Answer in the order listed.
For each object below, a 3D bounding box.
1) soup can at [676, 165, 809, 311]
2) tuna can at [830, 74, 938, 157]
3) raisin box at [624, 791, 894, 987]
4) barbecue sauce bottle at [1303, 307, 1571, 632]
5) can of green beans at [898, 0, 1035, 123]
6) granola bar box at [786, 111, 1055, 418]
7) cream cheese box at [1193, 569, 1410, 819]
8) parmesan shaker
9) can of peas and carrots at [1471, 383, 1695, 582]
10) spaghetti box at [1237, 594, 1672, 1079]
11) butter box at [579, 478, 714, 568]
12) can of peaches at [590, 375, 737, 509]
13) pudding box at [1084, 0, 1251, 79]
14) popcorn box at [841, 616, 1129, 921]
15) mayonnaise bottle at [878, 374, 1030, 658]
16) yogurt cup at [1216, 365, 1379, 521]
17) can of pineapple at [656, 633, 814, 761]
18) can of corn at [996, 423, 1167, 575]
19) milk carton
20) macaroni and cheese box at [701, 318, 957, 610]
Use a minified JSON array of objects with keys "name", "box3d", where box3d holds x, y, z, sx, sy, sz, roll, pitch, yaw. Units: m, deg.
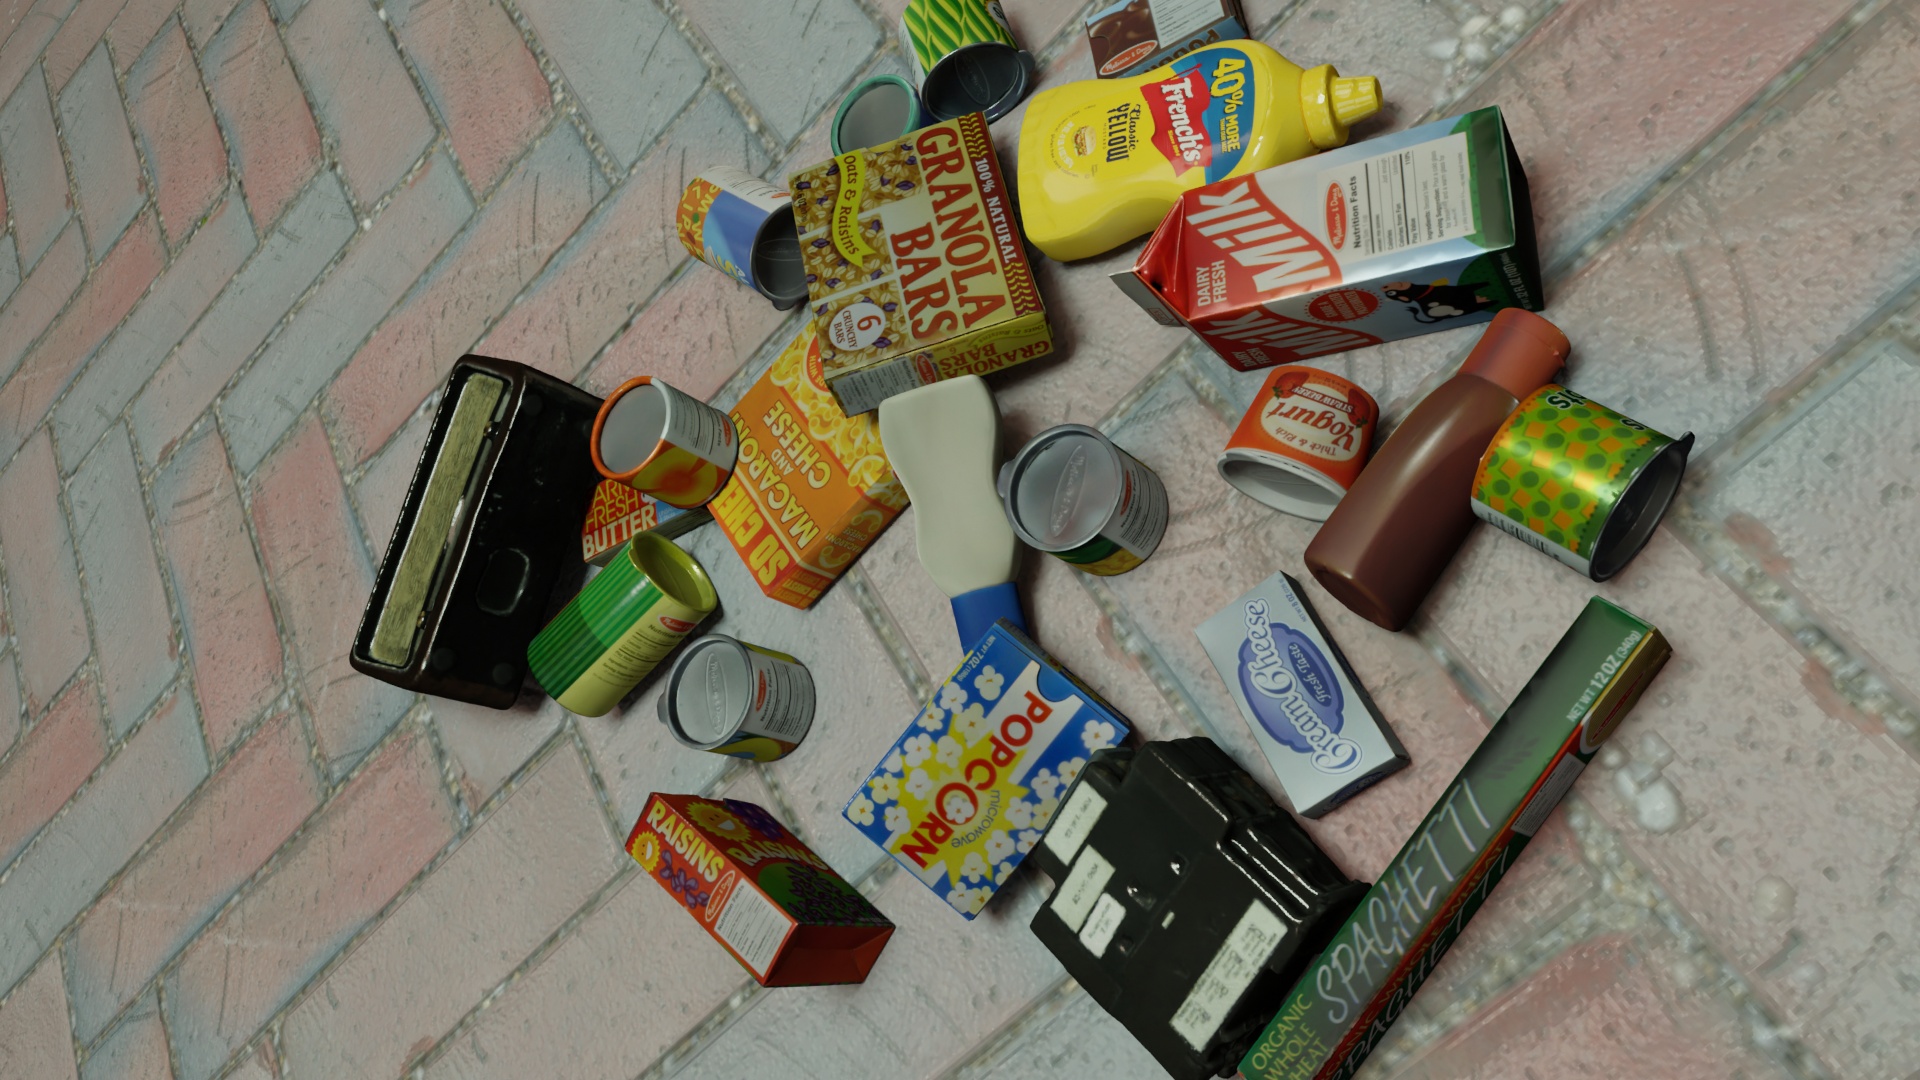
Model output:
[{"name":"soup can","box3d":[-0.133,-0.194,0.890,0.084,0.071,0.071,32,93,36]},{"name":"tuna can","box3d":[-0.046,-0.259,0.875,0.071,0.033,0.071,-10,70,30]},{"name":"raisin box","box3d":[-0.107,0.183,0.737,0.123,0.086,0.040,31,95,36]},{"name":"barbecue sauce bottle","box3d":[0.215,-0.034,0.618,0.148,0.064,0.044,-54,42,-4]},{"name":"can of green beans","box3d":[0.001,-0.292,0.834,0.071,0.071,0.058,-29,61,22]},{"name":"granola bar box","box3d":[-0.026,-0.161,0.790,0.124,0.039,0.166,-17,57,5]},{"name":"cream cheese box","box3d":[0.156,0.071,0.642,0.053,0.024,0.104,-38,58,19]},{"name":"parmesan shaker","box3d":[-0.211,0.051,0.856,0.103,0.071,0.071,-43,57,14]},{"name":"can of peas and carrots","box3d":[0.259,-0.027,0.582,0.059,0.071,0.071,36,96,36]},{"name":"spaghetti box","box3d":[0.204,0.134,0.575,0.029,0.050,0.249,39,97,37]},{"name":"butter box","box3d":[-0.203,-0.024,0.904,0.103,0.024,0.053,-23,63,25]},{"name":"can of peaches","box3d":[-0.179,-0.057,0.828,0.071,0.058,0.071,-12,67,30]},{"name":"pudding box","box3d":[0.116,-0.287,0.781,0.083,0.030,0.050,-21,66,26]},{"name":"popcorn box","box3d":[0.013,0.113,0.691,0.085,0.038,0.126,39,98,6]},{"name":"mayonnaise bottle","box3d":[0.003,-0.009,0.734,0.065,0.041,0.148,-15,84,11]},{"name":"yogurt cup","box3d":[0.162,-0.046,0.654,0.072,0.072,0.054,17,77,35]},{"name":"can of pineapple","box3d":[-0.128,0.091,0.798,0.071,0.058,0.071,-11,69,30]},{"name":"can of corn","box3d":[0.063,-0.020,0.711,0.071,0.058,0.071,-10,70,30]},{"name":"milk carton","box3d":[0.172,-0.136,0.671,0.190,0.072,0.073,-9,70,29]},{"name":"macaroni and cheese box","box3d":[-0.075,-0.060,0.824,0.166,0.040,0.124,-46,55,12]}]
